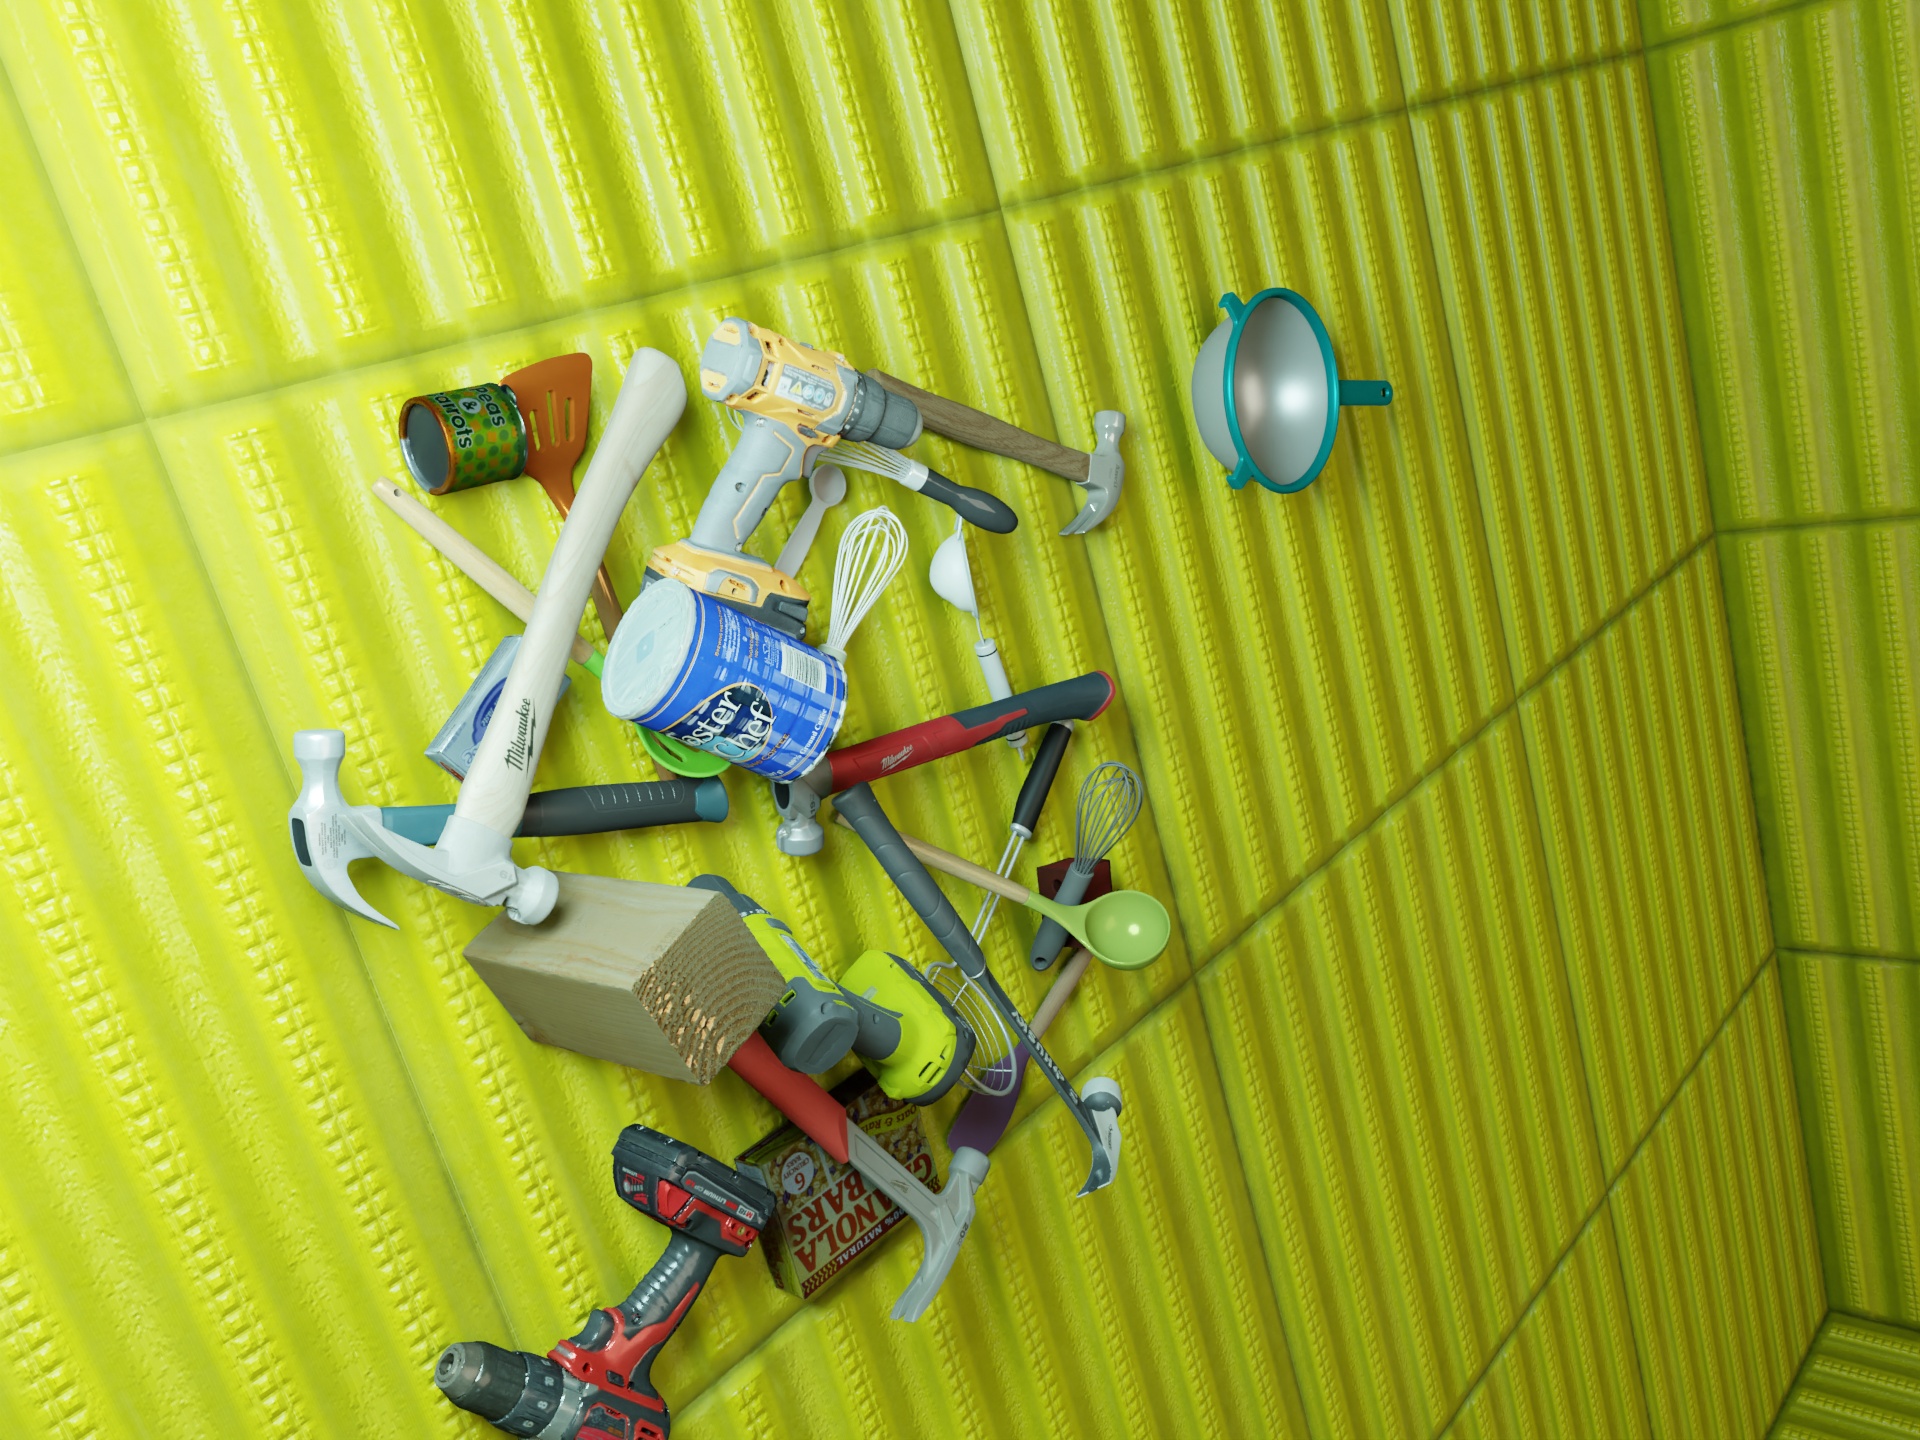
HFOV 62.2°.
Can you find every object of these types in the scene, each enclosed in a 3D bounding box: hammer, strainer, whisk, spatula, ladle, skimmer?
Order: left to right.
[{"bbox_3d":[-0.292,0.063,1.086,0.331,0.033,0.128,-3,97,-48],"label":"hammer"},{"bbox_3d":[-0.275,-0.081,1.064,0.146,0.038,0.411,35,60,-41],"label":"hammer"},{"bbox_3d":[-0.256,-0.099,1.150,0.081,0.041,0.322,-32,113,-41],"label":"spatula"},{"bbox_3d":[-0.121,0.310,1.238,0.358,0.037,0.149,47,53,-22],"label":"hammer"},{"bbox_3d":[-0.102,-0.064,1.302,0.059,0.058,0.246,62,46,-71],"label":"whisk"},{"bbox_3d":[-0.065,-0.215,1.299,0.284,0.070,0.070,22,74,-32],"label":"whisk"},{"bbox_3d":[-0.002,-0.004,1.358,0.386,0.038,0.143,-18,118,-42],"label":"hammer"},{"bbox_3d":[0.018,-0.071,1.425,0.087,0.050,0.258,-100,171,-64],"label":"strainer"},{"bbox_3d":[0.019,0.213,1.290,0.408,0.036,0.149,55,17,-18],"label":"hammer"},{"bbox_3d":[0.037,-0.255,1.451,0.331,0.031,0.130,10,82,-44],"label":"hammer"},{"bbox_3d":[0.040,0.136,1.366,0.320,0.062,0.078,25,47,-19],"label":"ladle"},{"bbox_3d":[0.054,0.154,1.423,0.127,0.090,0.363,41,62,-37],"label":"skimmer"},{"bbox_3d":[0.080,0.282,1.500,0.316,0.018,0.059,-54,126,-29],"label":"spatula"},{"bbox_3d":[0.106,0.135,1.436,0.055,0.055,0.238,-13,133,-44],"label":"whisk"},{"bbox_3d":[0.350,-0.352,1.722,0.340,0.095,0.211,-12,101,-47],"label":"strainer"}]

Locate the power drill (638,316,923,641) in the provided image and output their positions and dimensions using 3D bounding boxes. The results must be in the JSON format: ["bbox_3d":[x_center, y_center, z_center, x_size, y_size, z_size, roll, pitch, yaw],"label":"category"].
[{"bbox_3d":[-0.131,-0.169,1.199,0.185,0.084,0.226,12,101,-41],"label":"power drill"}]

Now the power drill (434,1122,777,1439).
[{"bbox_3d":[-0.250,0.408,1.132,0.187,0.080,0.227,42,64,-36],"label":"power drill"}]

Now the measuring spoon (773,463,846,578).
[{"bbox_3d":[-0.131,-0.155,1.298,0.034,0.018,0.124,37,71,-38],"label":"measuring spoon"}]

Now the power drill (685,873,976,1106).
[{"bbox_3d":[-0.105,0.206,1.223,0.080,0.191,0.228,-51,140,3],"label":"power drill"}]

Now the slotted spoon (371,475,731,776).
[{"bbox_3d":[-0.280,-0.062,1.113,0.313,0.031,0.070,43,51,-27],"label":"slotted spoon"}]
